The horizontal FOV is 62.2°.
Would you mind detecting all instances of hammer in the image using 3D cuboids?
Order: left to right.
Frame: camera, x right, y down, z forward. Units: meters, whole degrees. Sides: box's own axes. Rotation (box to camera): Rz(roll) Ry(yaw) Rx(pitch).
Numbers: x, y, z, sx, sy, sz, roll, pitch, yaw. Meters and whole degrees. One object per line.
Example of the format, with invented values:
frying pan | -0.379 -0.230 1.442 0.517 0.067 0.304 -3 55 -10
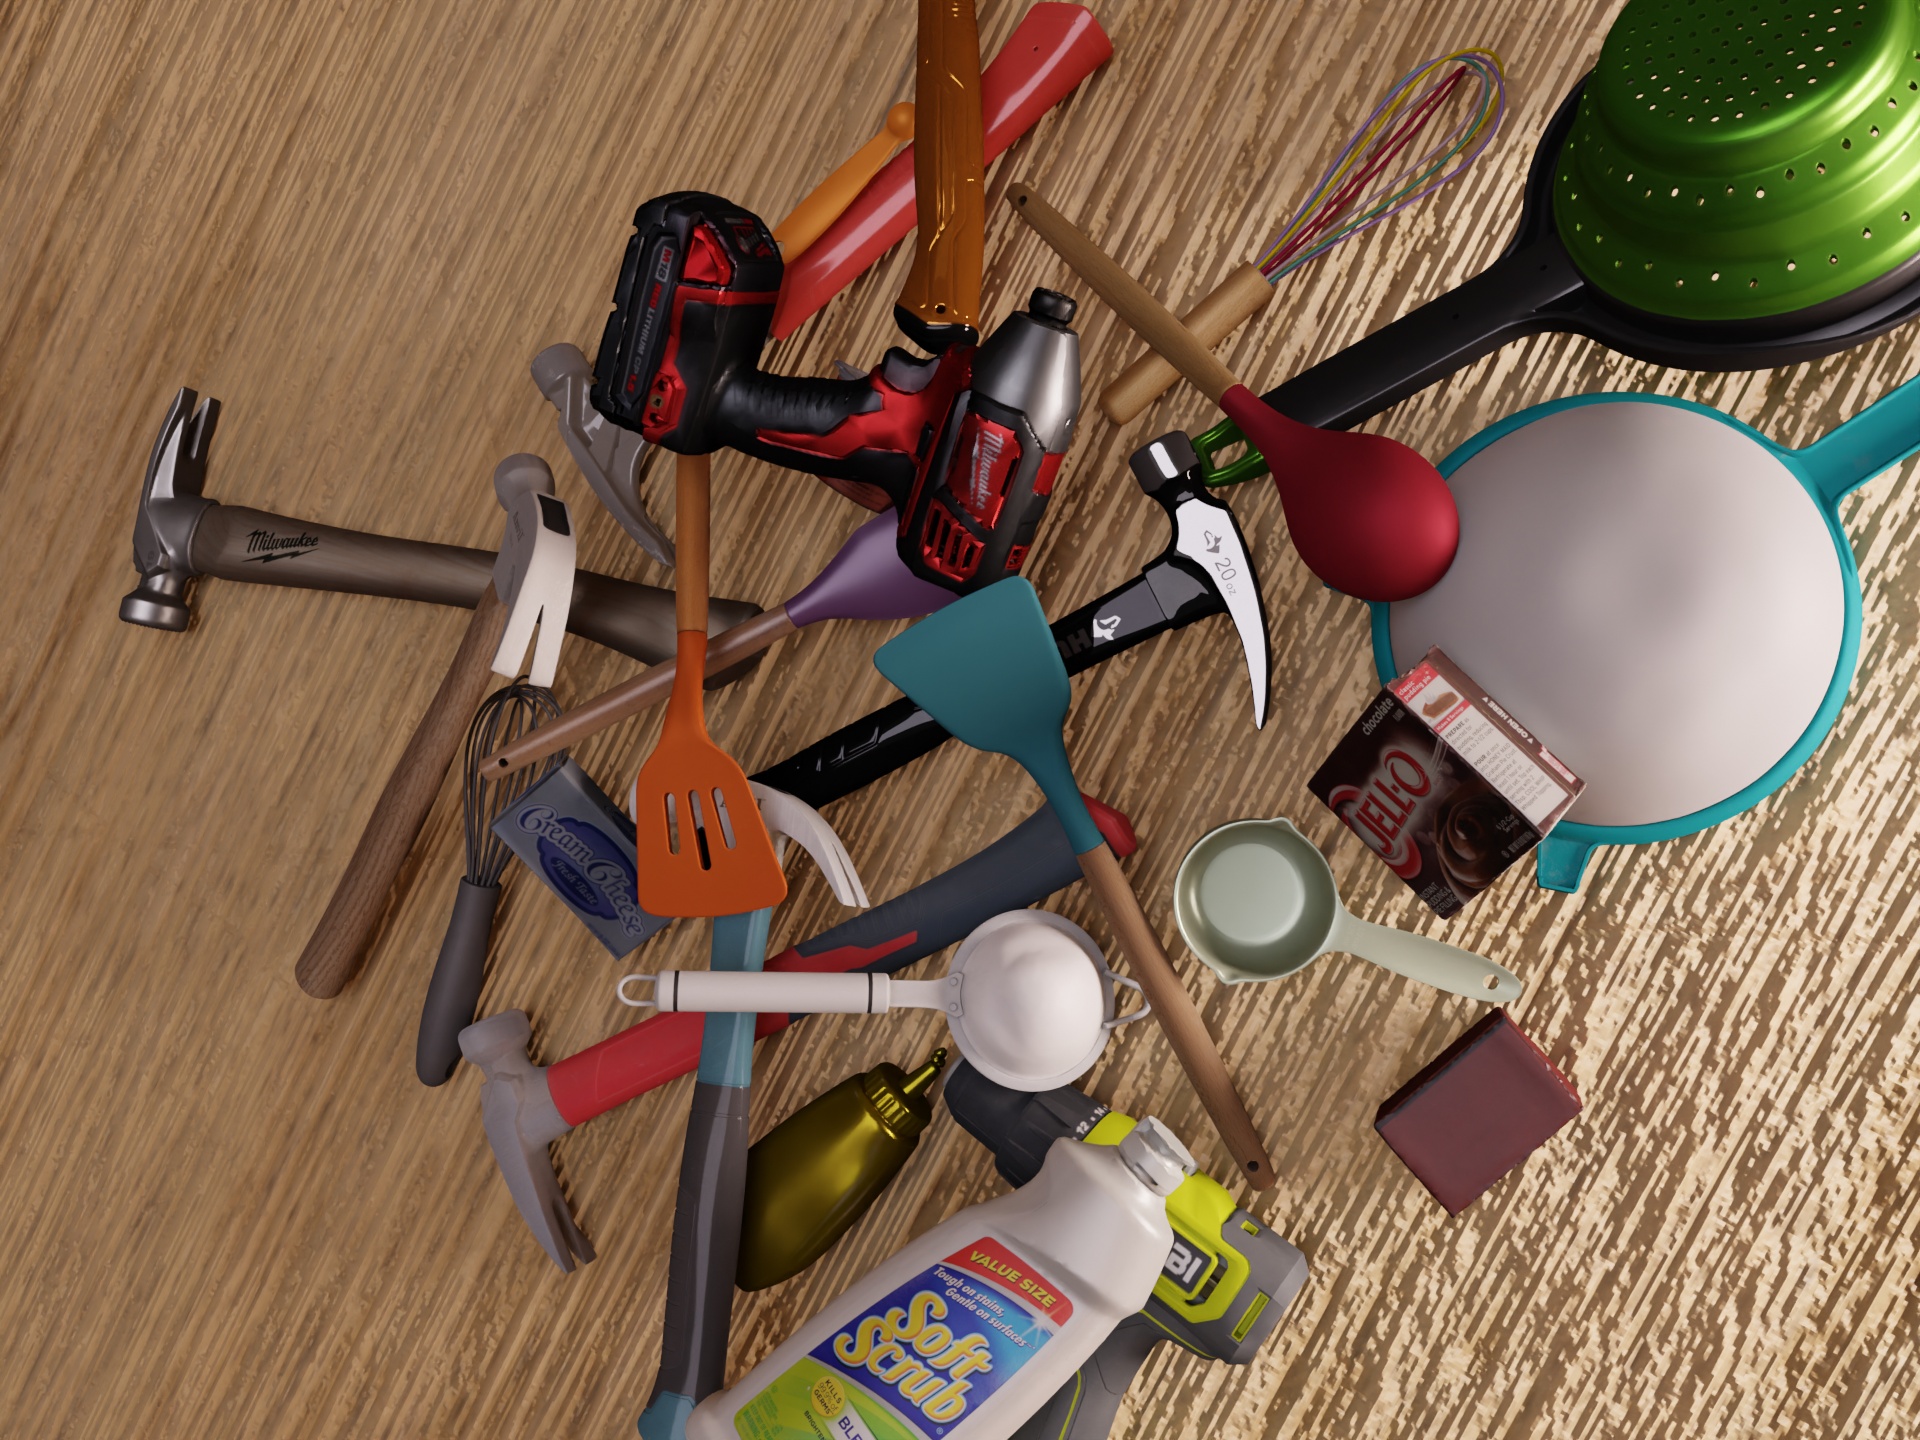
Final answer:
hammer | -0.286 0.024 0.851 0.331 0.031 0.130 -57 37 22
hammer | -0.299 -0.093 0.909 0.411 0.038 0.146 11 88 17
hammer | -0.120 0.193 0.787 0.128 0.033 0.331 3 83 19
hammer | -0.079 0.151 0.824 0.386 0.038 0.143 -27 80 13
hammer | -0.064 -0.241 0.848 0.359 0.036 0.149 -37 77 12
hammer | -0.001 -0.003 0.807 0.335 0.035 0.146 -27 88 16
hammer | 0.002 -0.349 0.792 0.127 0.034 0.337 0 85 8

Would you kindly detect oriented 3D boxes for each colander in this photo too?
colander | 0.263 -0.221 0.691 0.397 0.094 0.205 -27 56 22

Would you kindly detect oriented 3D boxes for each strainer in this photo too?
strainer | -0.031 0.130 0.748 0.258 0.050 0.087 2 76 -7
strainer | 0.338 -0.086 0.684 0.340 0.095 0.211 -35 77 13

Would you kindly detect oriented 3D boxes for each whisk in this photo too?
whisk | -0.266 0.091 0.884 0.055 0.055 0.239 17 96 17
whisk | 0.162 -0.235 0.776 0.245 0.047 0.051 -41 77 14

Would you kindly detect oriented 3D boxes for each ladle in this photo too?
ladle | 0.114 -0.171 0.758 0.069 0.031 0.316 -51 59 21

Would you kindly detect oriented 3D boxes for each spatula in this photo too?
spatula | -0.132 -0.064 0.808 0.081 0.041 0.323 -7 73 17
spatula | -0.109 -0.041 0.824 0.316 0.018 0.059 -26 99 5
spatula | 0.070 0.086 0.747 0.082 0.044 0.317 -28 93 13

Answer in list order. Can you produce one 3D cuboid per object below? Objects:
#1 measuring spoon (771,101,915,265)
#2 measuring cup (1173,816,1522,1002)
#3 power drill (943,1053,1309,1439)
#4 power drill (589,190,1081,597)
measuring spoon | -0.065 -0.276 0.825 0.117 0.011 0.021 -42 76 11
measuring cup | 0.181 0.098 0.755 0.167 0.038 0.083 19 93 3
power drill | 0.029 0.290 0.762 0.191 0.080 0.228 33 94 21
power drill | -0.051 -0.161 0.745 0.220 0.078 0.143 26 112 11
